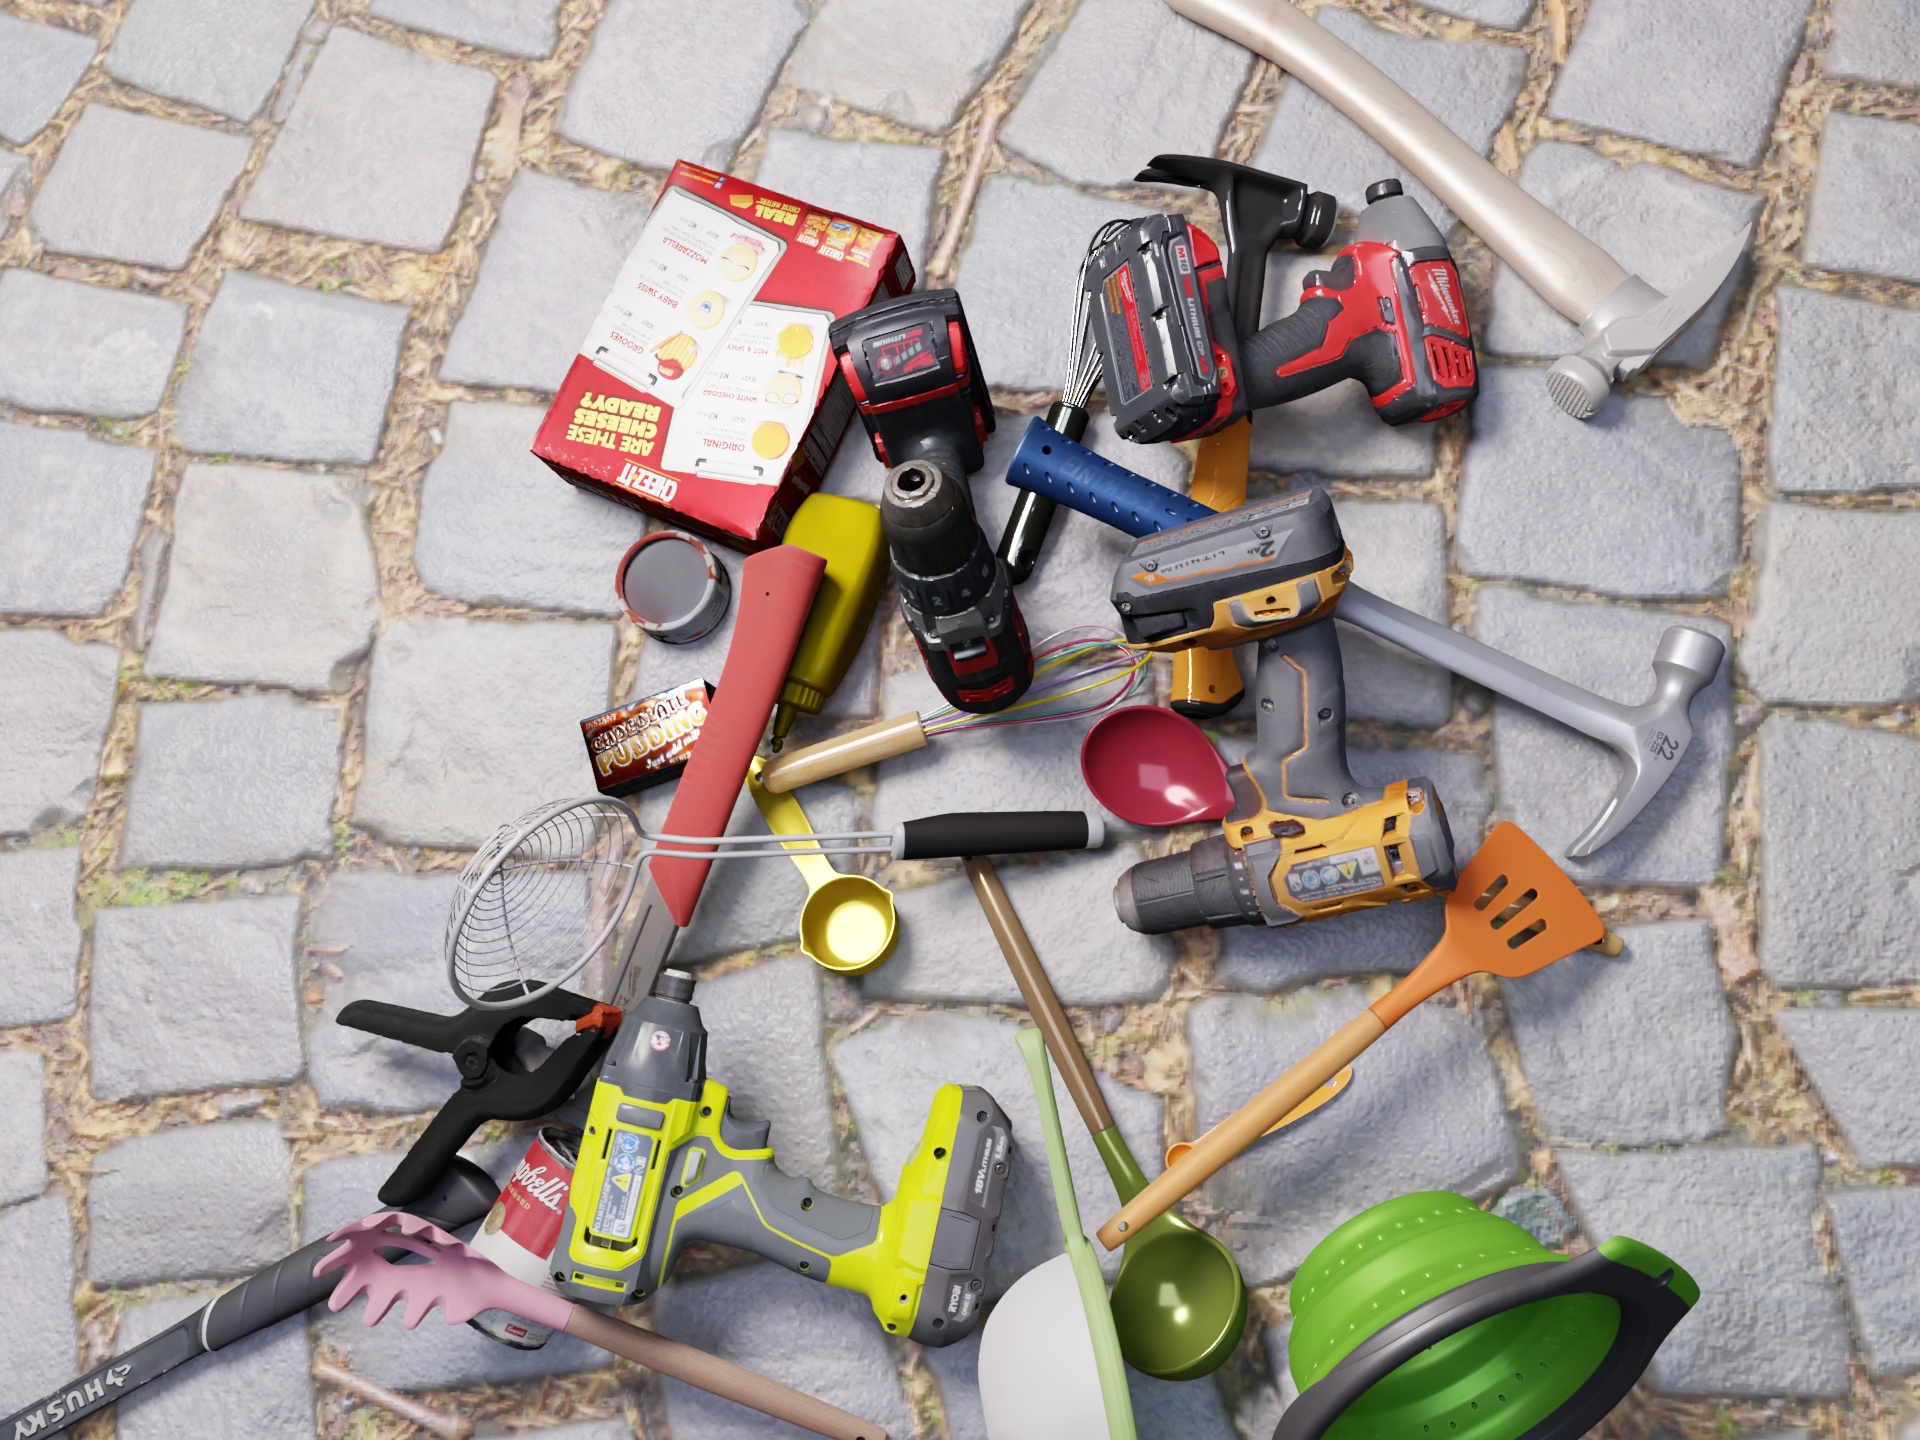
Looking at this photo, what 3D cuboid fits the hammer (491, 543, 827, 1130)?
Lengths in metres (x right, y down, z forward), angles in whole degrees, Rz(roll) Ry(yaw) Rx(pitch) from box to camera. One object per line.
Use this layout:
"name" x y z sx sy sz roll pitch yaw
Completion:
"hammer" -0.148 0.071 0.923 0.149 0.036 0.359 23 92 14

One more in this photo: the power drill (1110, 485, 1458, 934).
"power drill" 0.147 0.008 0.852 0.185 0.084 0.226 -16 103 19

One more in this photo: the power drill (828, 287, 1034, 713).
"power drill" -0.017 -0.136 0.884 0.080 0.187 0.227 -15 58 6

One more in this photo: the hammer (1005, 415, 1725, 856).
"hammer" 0.214 -0.062 0.891 0.405 0.035 0.144 25 84 3

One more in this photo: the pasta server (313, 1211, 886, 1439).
"pasta server" -0.186 0.334 0.850 0.316 0.040 0.060 24 101 -6

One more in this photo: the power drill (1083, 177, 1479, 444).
"power drill" 0.190 -0.234 0.907 0.219 0.078 0.143 -10 88 -21

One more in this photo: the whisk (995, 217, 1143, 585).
"whisk" 0.070 -0.198 0.979 0.059 0.057 0.246 14 81 47

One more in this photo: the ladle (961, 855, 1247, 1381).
"ladle" 0.064 0.203 0.881 0.078 0.062 0.320 -31 71 14

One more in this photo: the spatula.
"spatula" 0.202 0.175 0.845 0.322 0.041 0.081 -38 75 -4

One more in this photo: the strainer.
"strainer" 0.035 0.287 0.794 0.069 0.151 0.256 -11 85 -3

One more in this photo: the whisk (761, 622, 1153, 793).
"whisk" -0.001 -0.003 0.945 0.245 0.051 0.047 -19 53 6

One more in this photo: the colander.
"colander" 0.174 0.357 0.807 0.397 0.204 0.095 -44 40 13

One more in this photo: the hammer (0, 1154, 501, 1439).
"hammer" -0.454 0.370 0.936 0.409 0.036 0.149 -28 76 2

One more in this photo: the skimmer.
"skimmer" -0.088 0.089 0.860 0.363 0.127 0.090 -2 39 -15

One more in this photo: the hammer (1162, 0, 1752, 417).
"hammer" 0.285 -0.369 0.985 0.146 0.038 0.411 -42 74 -3

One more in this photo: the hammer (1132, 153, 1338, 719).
"hammer" 0.151 -0.168 0.944 0.127 0.034 0.337 9 81 -17

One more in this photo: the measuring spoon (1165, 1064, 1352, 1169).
"measuring spoon" 0.166 0.221 0.885 0.117 0.011 0.021 -29 74 -2

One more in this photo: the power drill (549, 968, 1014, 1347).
"power drill" -0.091 0.238 0.856 0.223 0.080 0.171 13 81 -3

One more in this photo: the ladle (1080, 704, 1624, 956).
"ladle" 0.218 0.068 0.901 0.315 0.031 0.069 21 96 11

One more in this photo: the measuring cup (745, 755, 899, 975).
"measuring cup" -0.088 0.085 0.952 0.062 0.029 0.157 -32 63 -4
